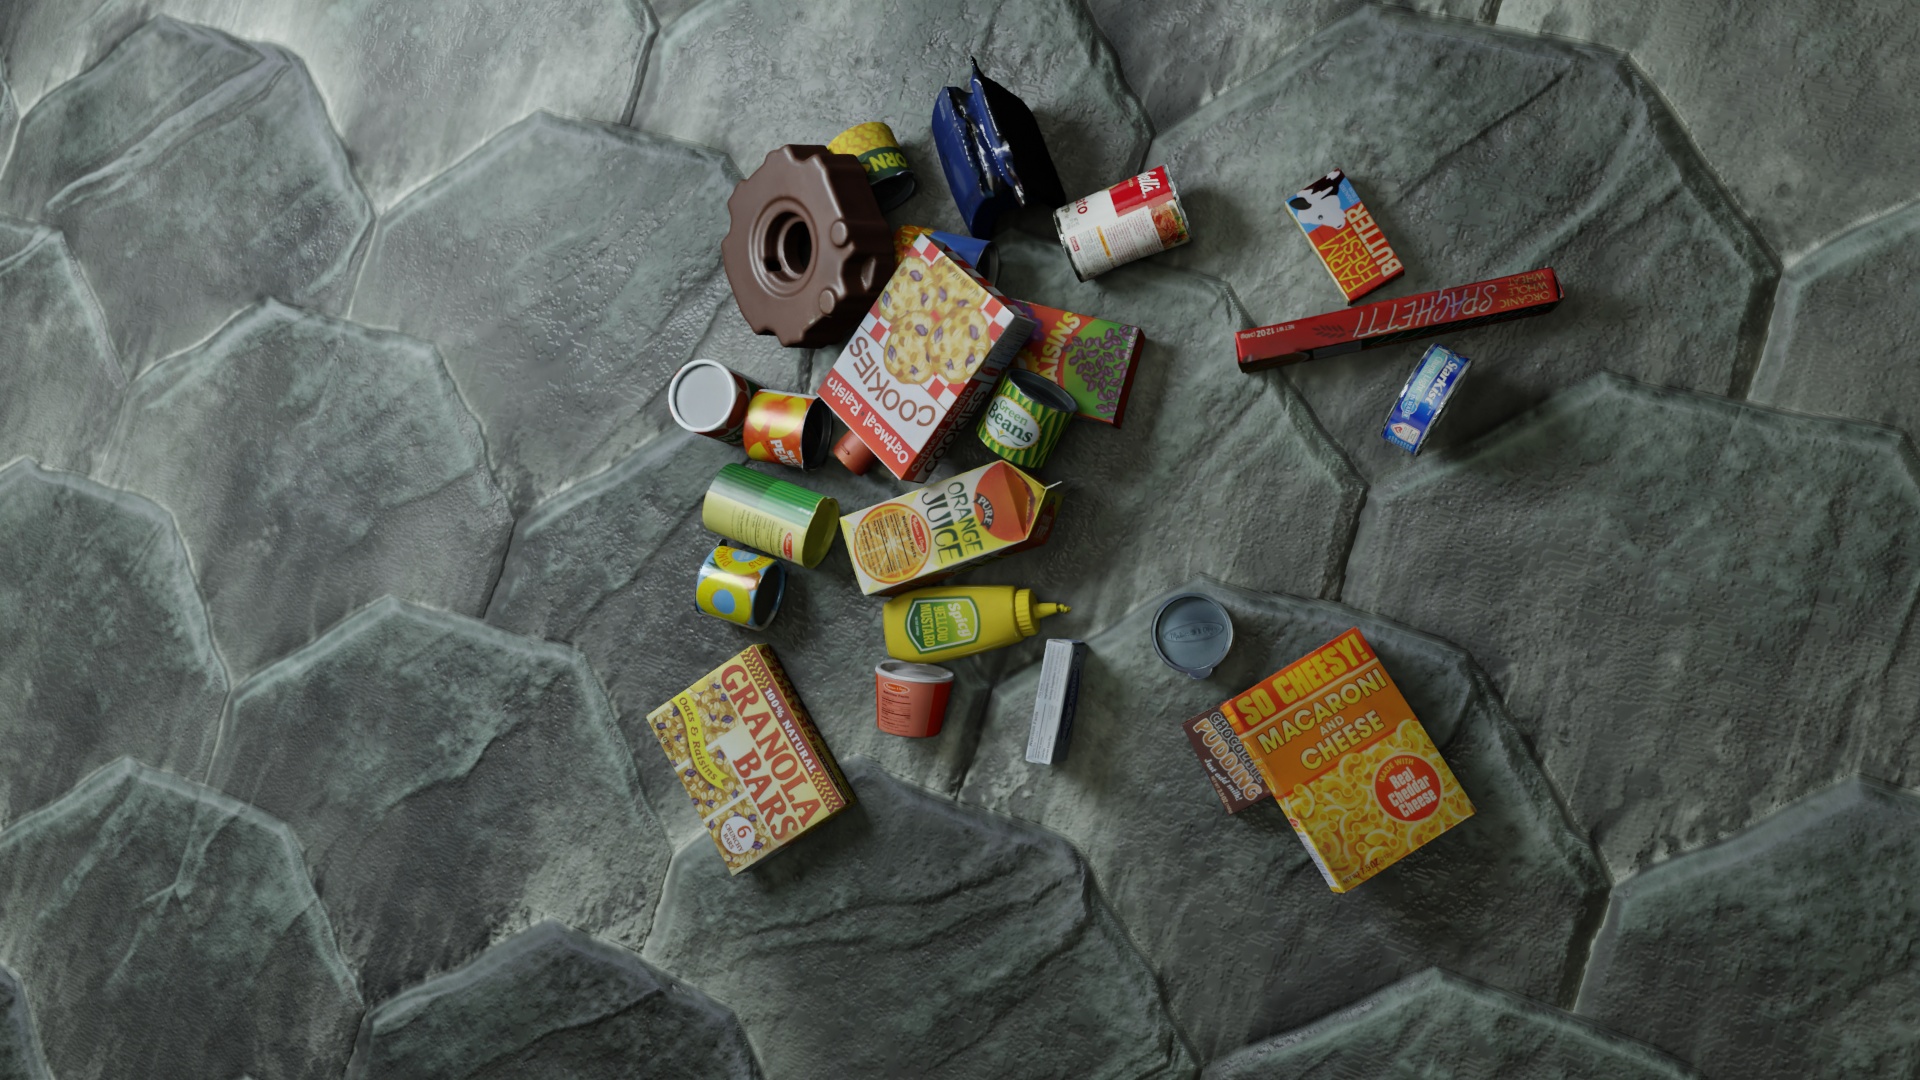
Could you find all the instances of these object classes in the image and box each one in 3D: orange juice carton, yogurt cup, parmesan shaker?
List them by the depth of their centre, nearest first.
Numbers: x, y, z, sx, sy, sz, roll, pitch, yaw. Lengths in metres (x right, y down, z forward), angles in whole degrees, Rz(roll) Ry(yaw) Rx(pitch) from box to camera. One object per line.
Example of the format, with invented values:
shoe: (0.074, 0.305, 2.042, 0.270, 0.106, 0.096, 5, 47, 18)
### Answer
orange juice carton: (0.004, -0.015, 1.182, 0.192, 0.072, 0.073, -20, 81, 13)
yogurt cup: (-0.041, 0.136, 1.186, 0.072, 0.072, 0.054, 8, 96, 16)
parmesan shaker: (-0.167, -0.025, 1.231, 0.103, 0.071, 0.071, 21, 91, 16)

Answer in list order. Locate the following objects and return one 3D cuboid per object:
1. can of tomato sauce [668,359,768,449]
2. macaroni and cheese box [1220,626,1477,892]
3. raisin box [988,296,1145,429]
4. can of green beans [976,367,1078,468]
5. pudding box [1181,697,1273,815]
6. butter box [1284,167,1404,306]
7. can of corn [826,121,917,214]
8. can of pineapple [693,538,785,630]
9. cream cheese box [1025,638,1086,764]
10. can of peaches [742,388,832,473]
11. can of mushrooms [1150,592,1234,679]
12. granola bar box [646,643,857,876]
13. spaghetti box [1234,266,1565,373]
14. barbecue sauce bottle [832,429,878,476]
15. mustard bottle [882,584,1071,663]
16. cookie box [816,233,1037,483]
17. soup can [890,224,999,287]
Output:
can of tomato sauce: (-0.213, -0.121, 1.244, 0.071, 0.083, 0.071, -1, 85, 15)
macaroni and cheese box: (0.300, 0.171, 1.087, 0.124, 0.040, 0.166, -29, 78, -6)
raisin box: (0.086, -0.151, 1.188, 0.123, 0.040, 0.086, 16, 91, 17)
can of green beans: (0.054, -0.101, 1.142, 0.071, 0.071, 0.057, 36, 114, 15)
pudding box: (0.221, 0.175, 1.128, 0.049, 0.030, 0.084, -28, 79, 10)
butter box: (0.315, -0.248, 1.142, 0.053, 0.024, 0.103, -31, 78, 11)
can of corn: (-0.079, -0.330, 1.233, 0.071, 0.071, 0.058, -27, 79, 12)
can of pineapple: (-0.195, 0.040, 1.233, 0.058, 0.071, 0.071, 15, 90, 15)
cream cheese box: (0.081, 0.134, 1.158, 0.024, 0.053, 0.104, 10, 88, 18)
can of peaches: (-0.154, -0.097, 1.233, 0.058, 0.071, 0.071, 10, 88, 16)
can of mushrooms: (0.192, 0.079, 1.143, 0.071, 0.033, 0.071, -1, 85, 15)
granola bar box: (-0.186, 0.193, 1.233, 0.124, 0.039, 0.166, -34, 78, 10)
spaghetti box: (0.347, -0.175, 1.114, 0.250, 0.050, 0.028, -10, 84, 14)
barbecue sauce bottle: (-0.049, -0.121, 1.220, 0.148, 0.043, 0.065, -45, 65, 8)
mustard bottle: (0.015, 0.066, 1.183, 0.160, 0.049, 0.065, -9, 86, 14)
cookie box: (-0.031, -0.149, 1.152, 0.123, 0.040, 0.167, 46, 111, 28)
soup can: (-0.017, -0.233, 1.207, 0.084, 0.071, 0.071, 15, 90, 16)
